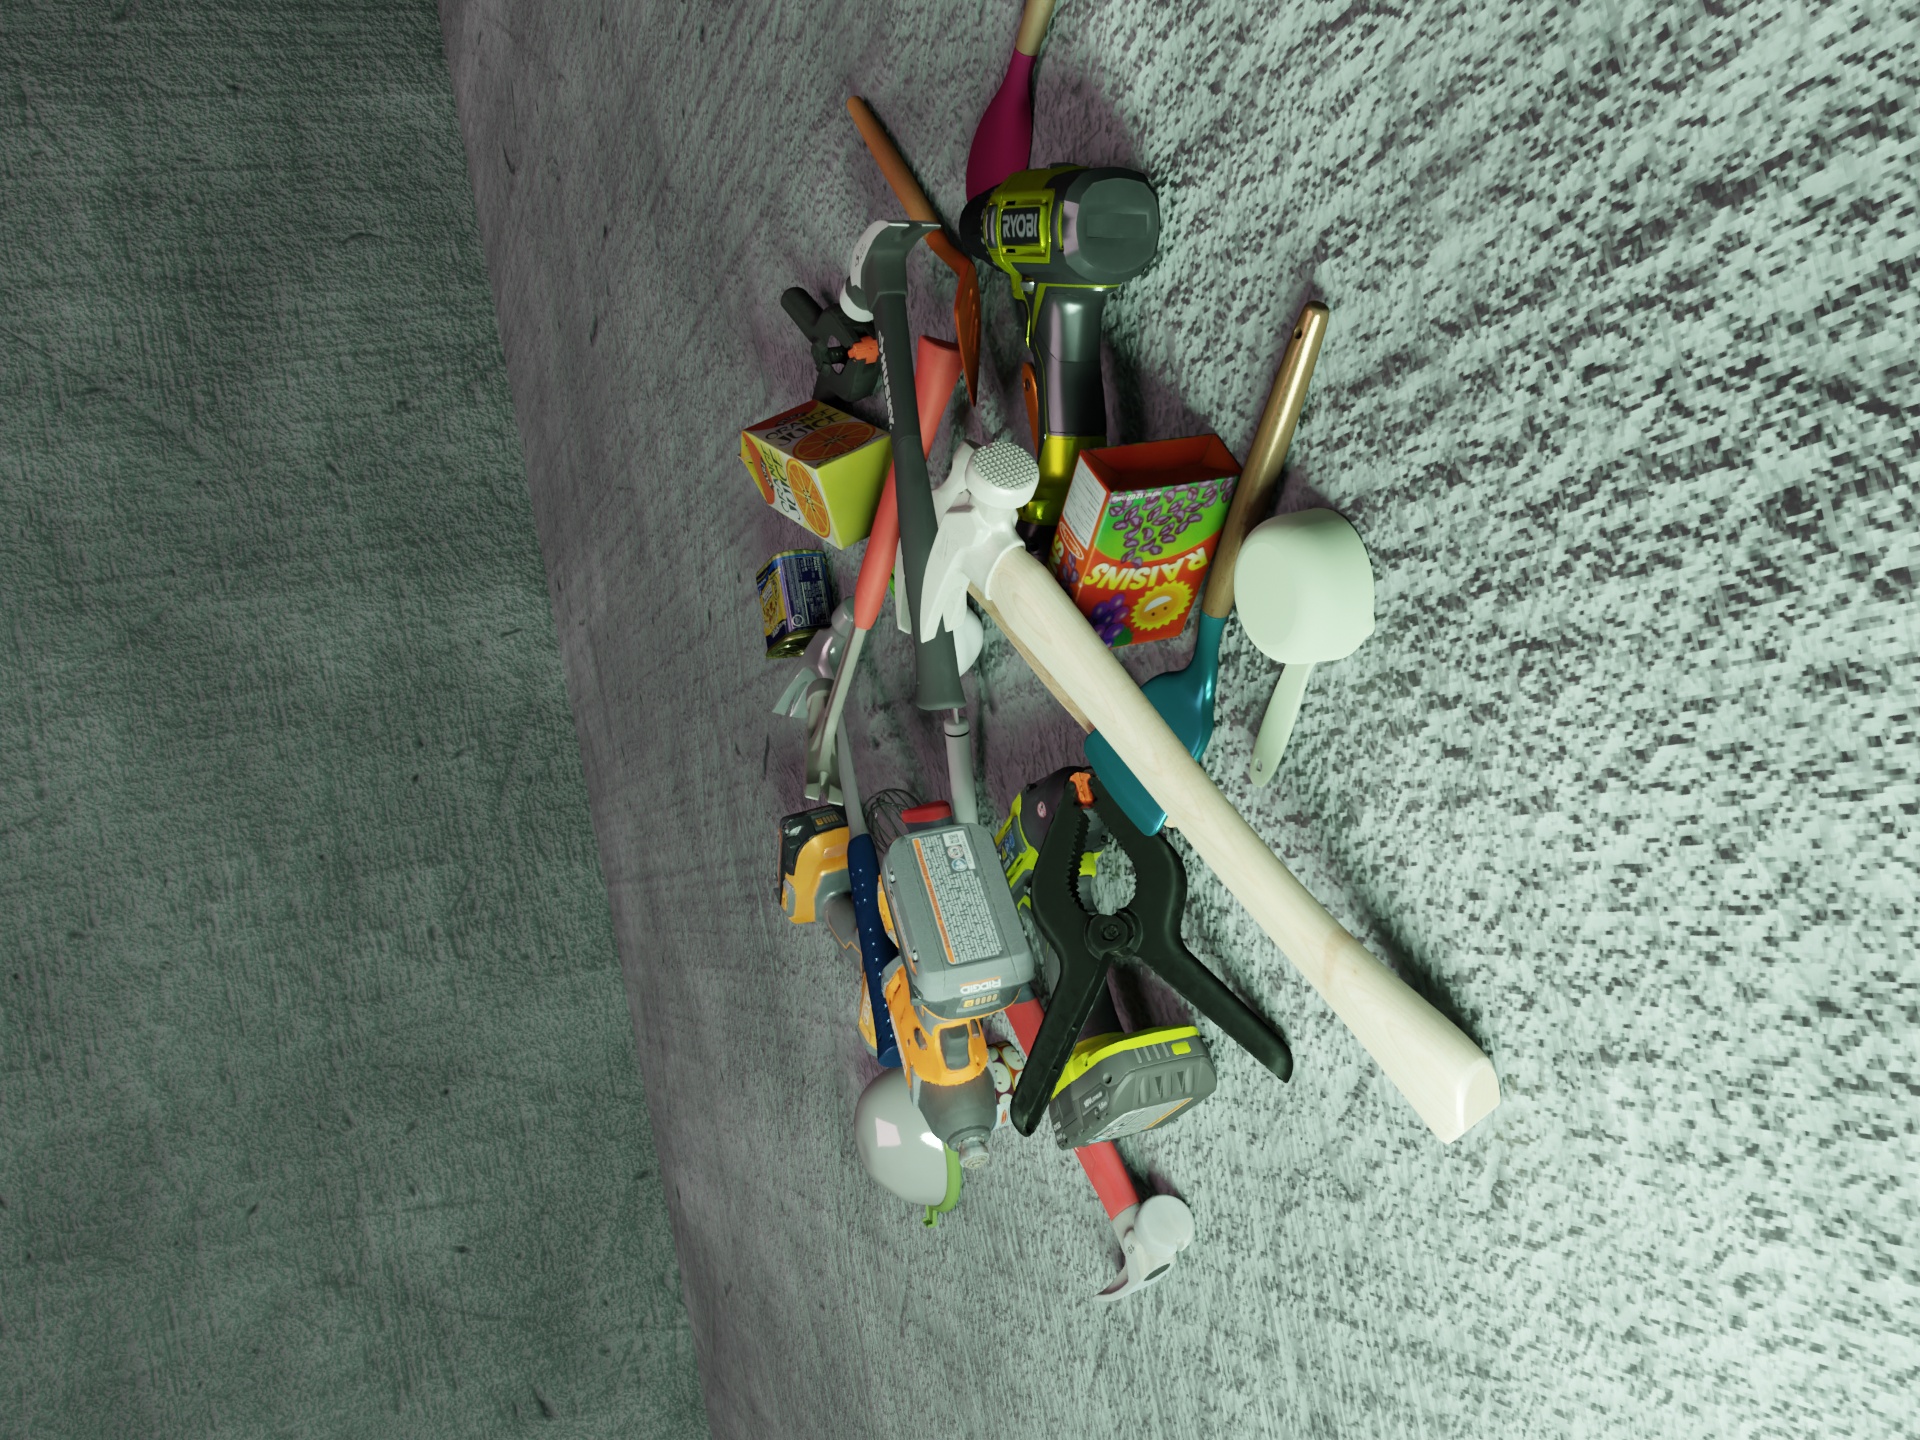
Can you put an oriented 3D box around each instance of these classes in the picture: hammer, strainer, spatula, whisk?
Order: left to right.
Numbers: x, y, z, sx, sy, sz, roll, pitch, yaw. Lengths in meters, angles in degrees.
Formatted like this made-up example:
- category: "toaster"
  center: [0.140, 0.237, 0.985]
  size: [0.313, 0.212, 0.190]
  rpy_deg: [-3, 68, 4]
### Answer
- category: "hammer"
  center: [-0.088, 0.094, 1.322]
  size: [0.144, 0.035, 0.406]
  rpy_deg: [-47, 44, 40]
- category: "hammer"
  center: [-0.062, -0.114, 1.196]
  size: [0.149, 0.036, 0.358]
  rpy_deg: [-98, 24, -56]
- category: "strainer"
  center: [-0.047, 0.361, 1.431]
  size: [0.256, 0.069, 0.152]
  rpy_deg: [113, 141, -56]
- category: "hammer"
  center: [-0.032, -0.169, 1.055]
  size: [0.146, 0.035, 0.335]
  rpy_deg: [145, 119, -70]
- category: "spatula"
  center: [-0.034, -0.353, 1.128]
  size: [0.080, 0.041, 0.323]
  rpy_deg: [76, 171, -54]
- category: "whisk"
  center: [-0.019, 0.134, 1.300]
  size: [0.239, 0.055, 0.055]
  rpy_deg: [51, 144, 44]
- category: "strainer"
  center: [-0.002, -0.004, 1.208]
  size: [0.087, 0.050, 0.258]
  rpy_deg: [-110, 13, -63]
- category: "hammer"
  center: [0.047, 0.227, 1.161]
  size: [0.387, 0.038, 0.143]
  rpy_deg: [62, 153, 28]
- category: "hammer"
  center: [0.052, -0.047, 1.027]
  size: [0.130, 0.031, 0.332]
  rpy_deg: [-55, 47, 19]
- category: "hammer"
  center: [0.115, 0.044, 0.818]
  size: [0.411, 0.038, 0.146]
  rpy_deg: [52, 147, 21]
- category: "spatula"
  center: [0.134, -0.076, 0.846]
  size: [0.082, 0.044, 0.317]
  rpy_deg: [56, 147, 39]

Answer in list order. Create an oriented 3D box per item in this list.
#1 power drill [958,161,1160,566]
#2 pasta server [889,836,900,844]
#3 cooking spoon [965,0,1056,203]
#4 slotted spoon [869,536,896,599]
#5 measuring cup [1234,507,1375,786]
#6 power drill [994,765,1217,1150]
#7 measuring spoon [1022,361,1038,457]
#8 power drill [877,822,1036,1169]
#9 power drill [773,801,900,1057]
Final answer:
- category: "power drill"
  center: [0.049, -0.212, 0.951]
  size: [0.191, 0.080, 0.228]
  rpy_deg: [-145, 51, -63]
- category: "pasta server"
  center: [-0.024, 0.181, 1.225]
  size: [0.315, 0.040, 0.060]
  rpy_deg: [75, -175, -52]
- category: "cooking spoon"
  center: [0.046, -0.420, 0.939]
  size: [0.318, 0.017, 0.069]
  rpy_deg: [114, 139, -55]
- category: "slotted spoon"
  center: [-0.085, -0.172, 1.350]
  size: [0.314, 0.031, 0.070]
  rpy_deg: [-128, 36, -51]
- category: "measuring cup"
  center: [0.159, -0.029, 0.810]
  size: [0.083, 0.038, 0.167]
  rpy_deg: [-124, 34, -44]
- category: "power drill"
  center: [0.082, 0.149, 1.028]
  size: [0.171, 0.080, 0.223]
  rpy_deg: [119, 139, -58]
- category: "measuring spoon"
  center: [0.050, -0.177, 1.042]
  size: [0.021, 0.011, 0.117]
  rpy_deg: [171, 88, -67]
- category: "power drill"
  center: [-0.005, 0.192, 1.074]
  size: [0.226, 0.084, 0.164]
  rpy_deg: [96, 160, -52]
- category: "power drill"
  center: [-0.090, 0.172, 1.446]
  size: [0.226, 0.084, 0.185]
  rpy_deg: [53, 146, 39]
